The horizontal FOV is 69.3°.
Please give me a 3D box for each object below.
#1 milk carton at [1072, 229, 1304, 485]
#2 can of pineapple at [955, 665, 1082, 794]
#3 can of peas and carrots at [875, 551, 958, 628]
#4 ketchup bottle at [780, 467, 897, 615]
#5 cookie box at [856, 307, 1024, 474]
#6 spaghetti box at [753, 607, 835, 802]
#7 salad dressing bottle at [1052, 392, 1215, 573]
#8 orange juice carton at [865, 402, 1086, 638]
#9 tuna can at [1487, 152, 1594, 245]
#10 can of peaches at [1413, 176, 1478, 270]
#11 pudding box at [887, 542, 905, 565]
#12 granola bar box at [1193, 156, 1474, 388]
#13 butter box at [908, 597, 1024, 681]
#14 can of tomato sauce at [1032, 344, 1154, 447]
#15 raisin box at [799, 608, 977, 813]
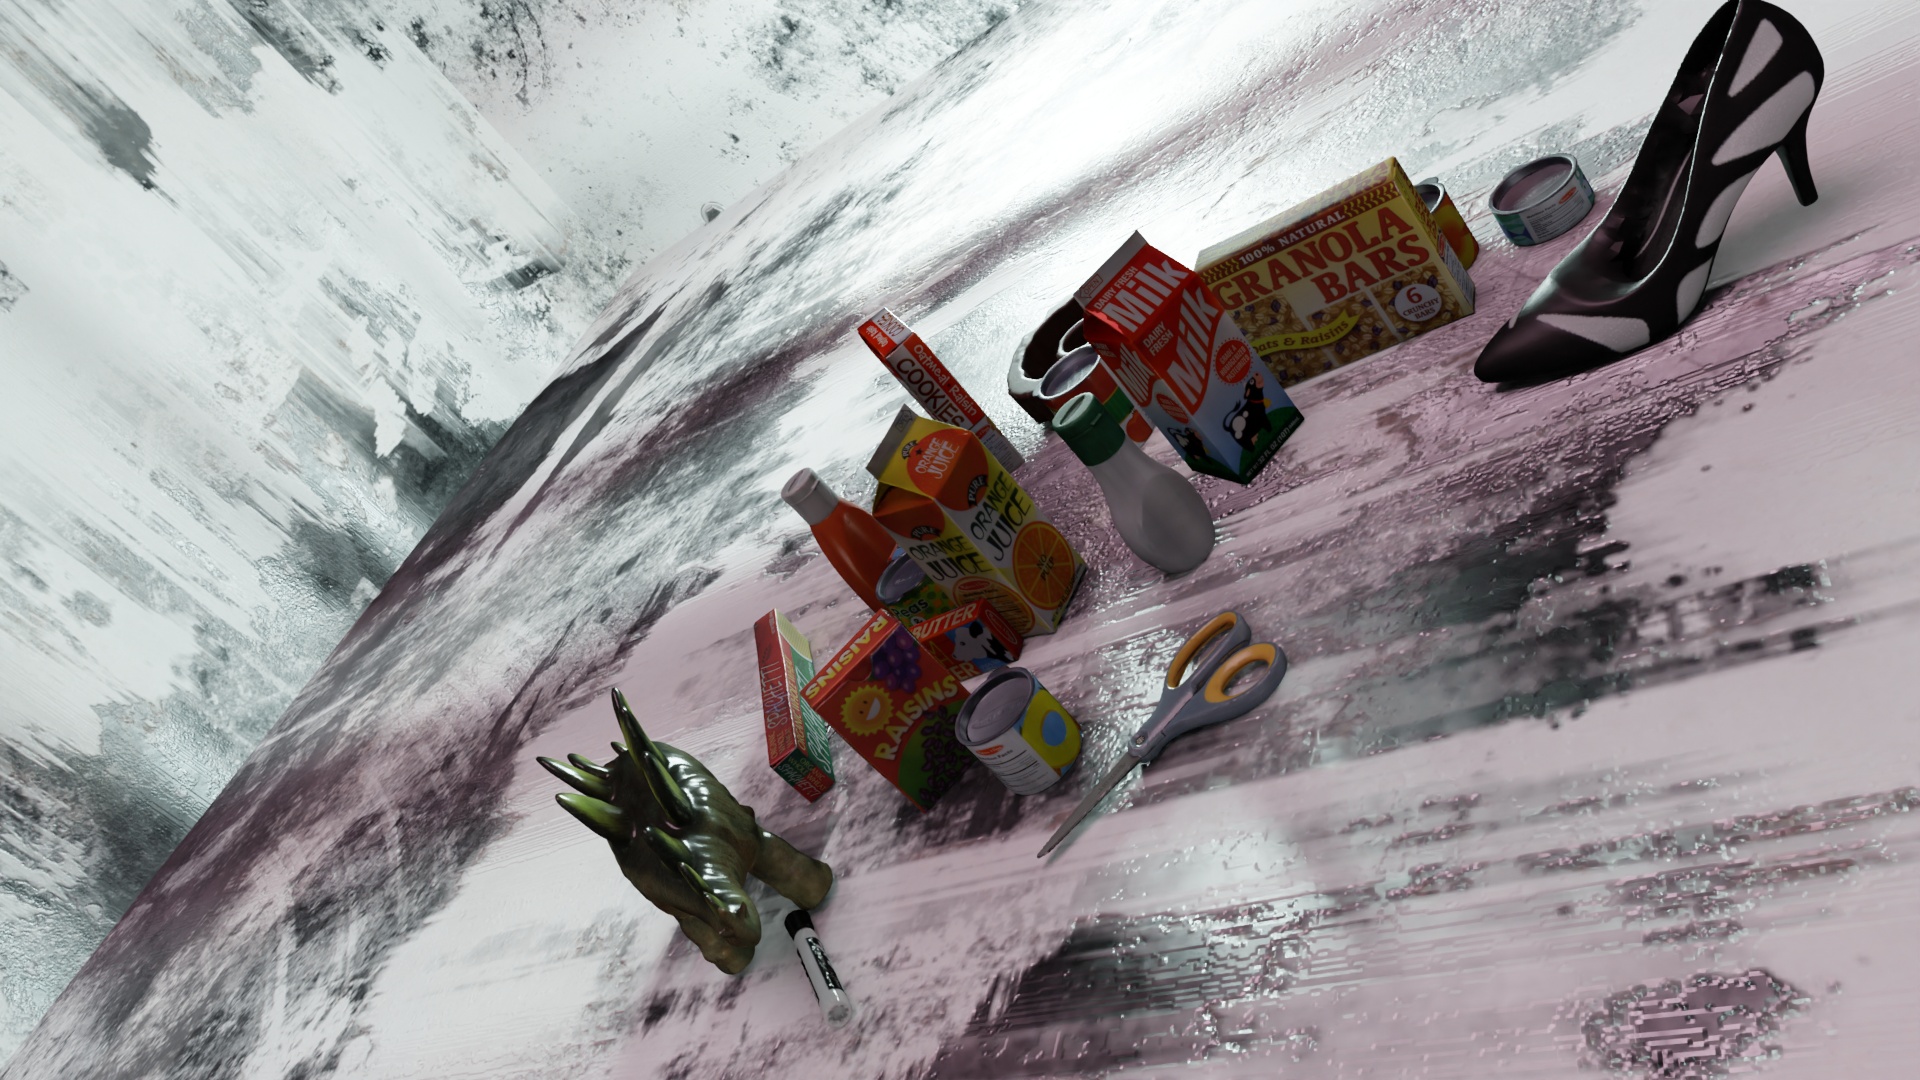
[{"bbox_3d":[0.161,-0.134,1.019,0.072,0.190,0.073,-47,25,-10],"label":"milk carton"},{"bbox_3d":[0.040,0.127,0.933,0.071,0.057,0.071,-33,26,19],"label":"can of pineapple"},{"bbox_3d":[-0.028,0.046,1.159,0.071,0.058,0.071,-33,26,19],"label":"can of peas and carrots"},{"bbox_3d":[-0.096,-0.002,1.226,0.043,0.148,0.065,-16,36,44],"label":"ketchup bottle"},{"bbox_3d":[-0.021,-0.137,1.312,0.040,0.167,0.123,-42,25,1],"label":"cookie box"},{"bbox_3d":[-0.146,0.136,1.195,0.028,0.050,0.251,-39,25,7],"label":"spaghetti box"},{"bbox_3d":[0.122,-0.040,0.976,0.064,0.147,0.044,-51,26,-18],"label":"salad dressing bottle"},{"bbox_3d":[0.004,-0.013,1.049,0.073,0.192,0.072,-14,37,46],"label":"orange juice carton"},{"bbox_3d":[0.422,-0.249,1.013,0.071,0.032,0.071,-33,27,19],"label":"tuna can"},{"bbox_3d":[0.352,-0.231,1.055,0.071,0.058,0.071,-33,26,19],"label":"can of peaches"},{"bbox_3d":[-0.028,0.002,1.238,0.030,0.049,0.084,-19,34,41],"label":"pudding box"},{"bbox_3d":[0.274,-0.192,1.027,0.165,0.124,0.039,-21,32,37],"label":"granola bar box"},{"bbox_3d":[-0.007,0.083,1.076,0.103,0.053,0.024,-24,31,34],"label":"butter box"},{"bbox_3d":[0.114,-0.113,1.179,0.071,0.083,0.071,-33,26,19],"label":"can of tomato sauce"},{"bbox_3d":[-0.041,0.121,0.981,0.086,0.123,0.040,-45,25,-6],"label":"raisin box"}]
